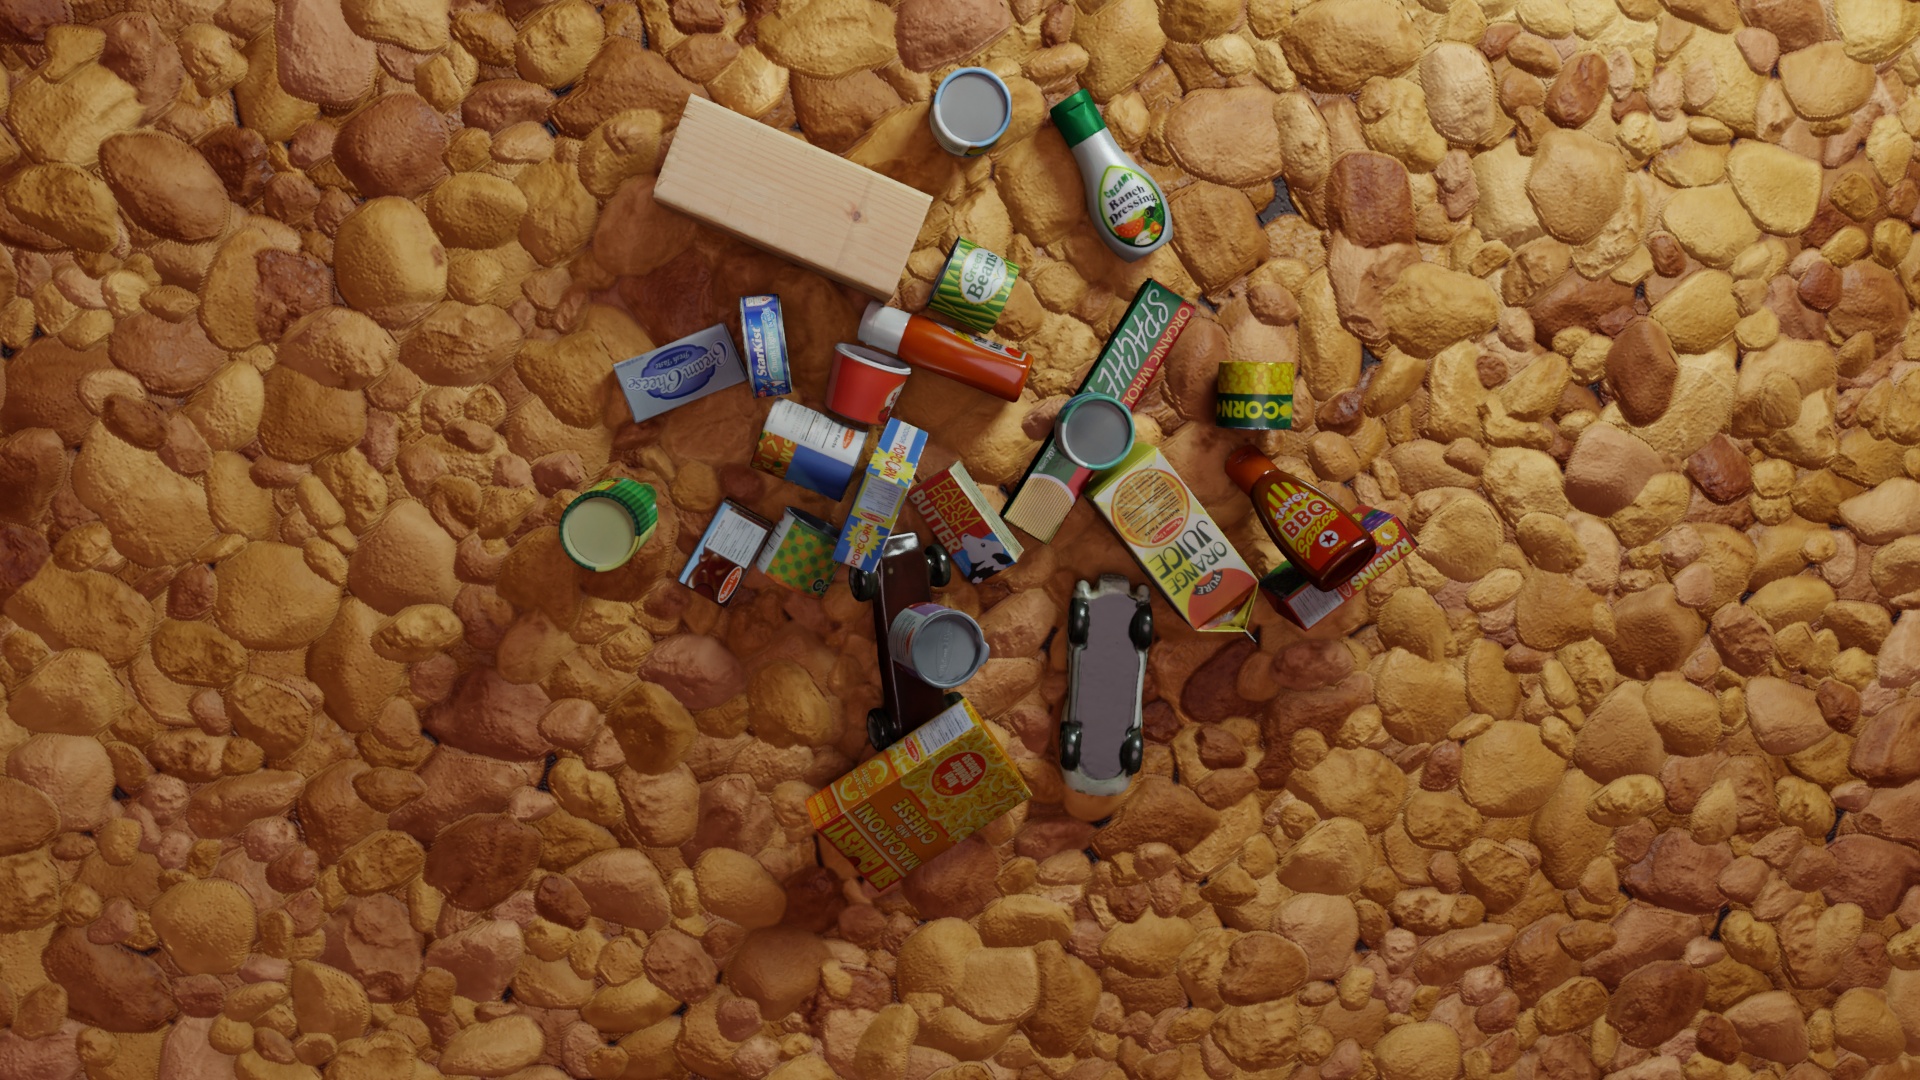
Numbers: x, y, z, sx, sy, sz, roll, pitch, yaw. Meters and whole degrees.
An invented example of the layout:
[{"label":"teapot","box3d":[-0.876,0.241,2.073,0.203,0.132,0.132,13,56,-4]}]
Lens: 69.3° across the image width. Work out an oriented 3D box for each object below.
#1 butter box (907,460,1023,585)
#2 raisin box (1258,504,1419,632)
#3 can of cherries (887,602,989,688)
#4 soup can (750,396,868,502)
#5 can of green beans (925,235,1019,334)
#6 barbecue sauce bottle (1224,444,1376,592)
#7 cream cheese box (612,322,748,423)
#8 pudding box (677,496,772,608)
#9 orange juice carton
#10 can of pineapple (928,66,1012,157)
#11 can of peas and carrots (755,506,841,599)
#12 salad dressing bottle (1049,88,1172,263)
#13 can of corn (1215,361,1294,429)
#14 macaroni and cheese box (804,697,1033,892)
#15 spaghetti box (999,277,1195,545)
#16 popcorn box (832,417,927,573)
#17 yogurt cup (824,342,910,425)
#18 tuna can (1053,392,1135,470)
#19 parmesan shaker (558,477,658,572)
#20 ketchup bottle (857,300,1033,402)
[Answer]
[{"label":"butter box","box3d":[0.004,-0.015,1.216,0.053,0.024,0.103,-31,101,31]},{"label":"raisin box","box3d":[0.332,0.023,1.232,0.123,0.086,0.040,-38,98,1]},{"label":"can of cherries","box3d":[-0.019,0.089,1.175,0.071,0.058,0.071,-2,95,-24]},{"label":"soup can","box3d":[-0.130,-0.076,1.187,0.084,0.071,0.071,21,96,-7]},{"label":"can of green beans","box3d":[0.010,-0.216,1.178,0.058,0.071,0.071,25,95,-8]},{"label":"barbecue sauce bottle","box3d":[0.287,-0.025,1.199,0.065,0.149,0.043,-38,144,1]},{"label":"cream cheese box","box3d":[-0.239,-0.144,1.187,0.104,0.024,0.053,-22,100,-2]},{"label":"pudding box","box3d":[-0.204,0.010,1.208,0.049,0.030,0.083,29,94,-10]},{"label":"orange juice carton","box3d":[0.195,0.010,1.224,0.073,0.072,0.192,-39,99,1]},{"label":"can of pineapple","box3d":[0.009,-0.360,1.163,0.071,0.058,0.071,-1,98,-5]},{"label":"can of peas and carrots","box3d":[-0.132,0.012,1.197,0.071,0.071,0.058,28,96,-8]},{"label":"salad dressing bottle","box3d":[0.127,-0.312,1.188,0.064,0.044,0.147,-31,99,1]},{"label":"can of corn","box3d":[0.257,-0.127,1.212,0.071,0.071,0.058,1,97,-5]},{"label":"macaroni and cheese box","box3d":[-0.035,0.226,1.219,0.166,0.040,0.123,-33,133,0]},{"label":"spaghetti box","box3d":[0.120,-0.113,1.222,0.050,0.029,0.250,31,94,-9]},{"label":"popcorn box","box3d":[-0.065,-0.039,1.155,0.038,0.127,0.084,23,116,-4]},{"label":"yogurt cup","box3d":[-0.082,-0.132,1.184,0.072,0.072,0.053,18,104,-7]},{"label":"tuna can","box3d":[0.117,-0.095,1.192,0.071,0.033,0.071,-1,99,-5]},{"label":"parmesan shaker","box3d":[-0.291,-0.017,1.159,0.071,0.103,0.071,-1,98,-5]},{"label":"ketchup bottle","box3d":[-0.013,-0.163,1.188,0.149,0.065,0.043,20,103,1]}]
